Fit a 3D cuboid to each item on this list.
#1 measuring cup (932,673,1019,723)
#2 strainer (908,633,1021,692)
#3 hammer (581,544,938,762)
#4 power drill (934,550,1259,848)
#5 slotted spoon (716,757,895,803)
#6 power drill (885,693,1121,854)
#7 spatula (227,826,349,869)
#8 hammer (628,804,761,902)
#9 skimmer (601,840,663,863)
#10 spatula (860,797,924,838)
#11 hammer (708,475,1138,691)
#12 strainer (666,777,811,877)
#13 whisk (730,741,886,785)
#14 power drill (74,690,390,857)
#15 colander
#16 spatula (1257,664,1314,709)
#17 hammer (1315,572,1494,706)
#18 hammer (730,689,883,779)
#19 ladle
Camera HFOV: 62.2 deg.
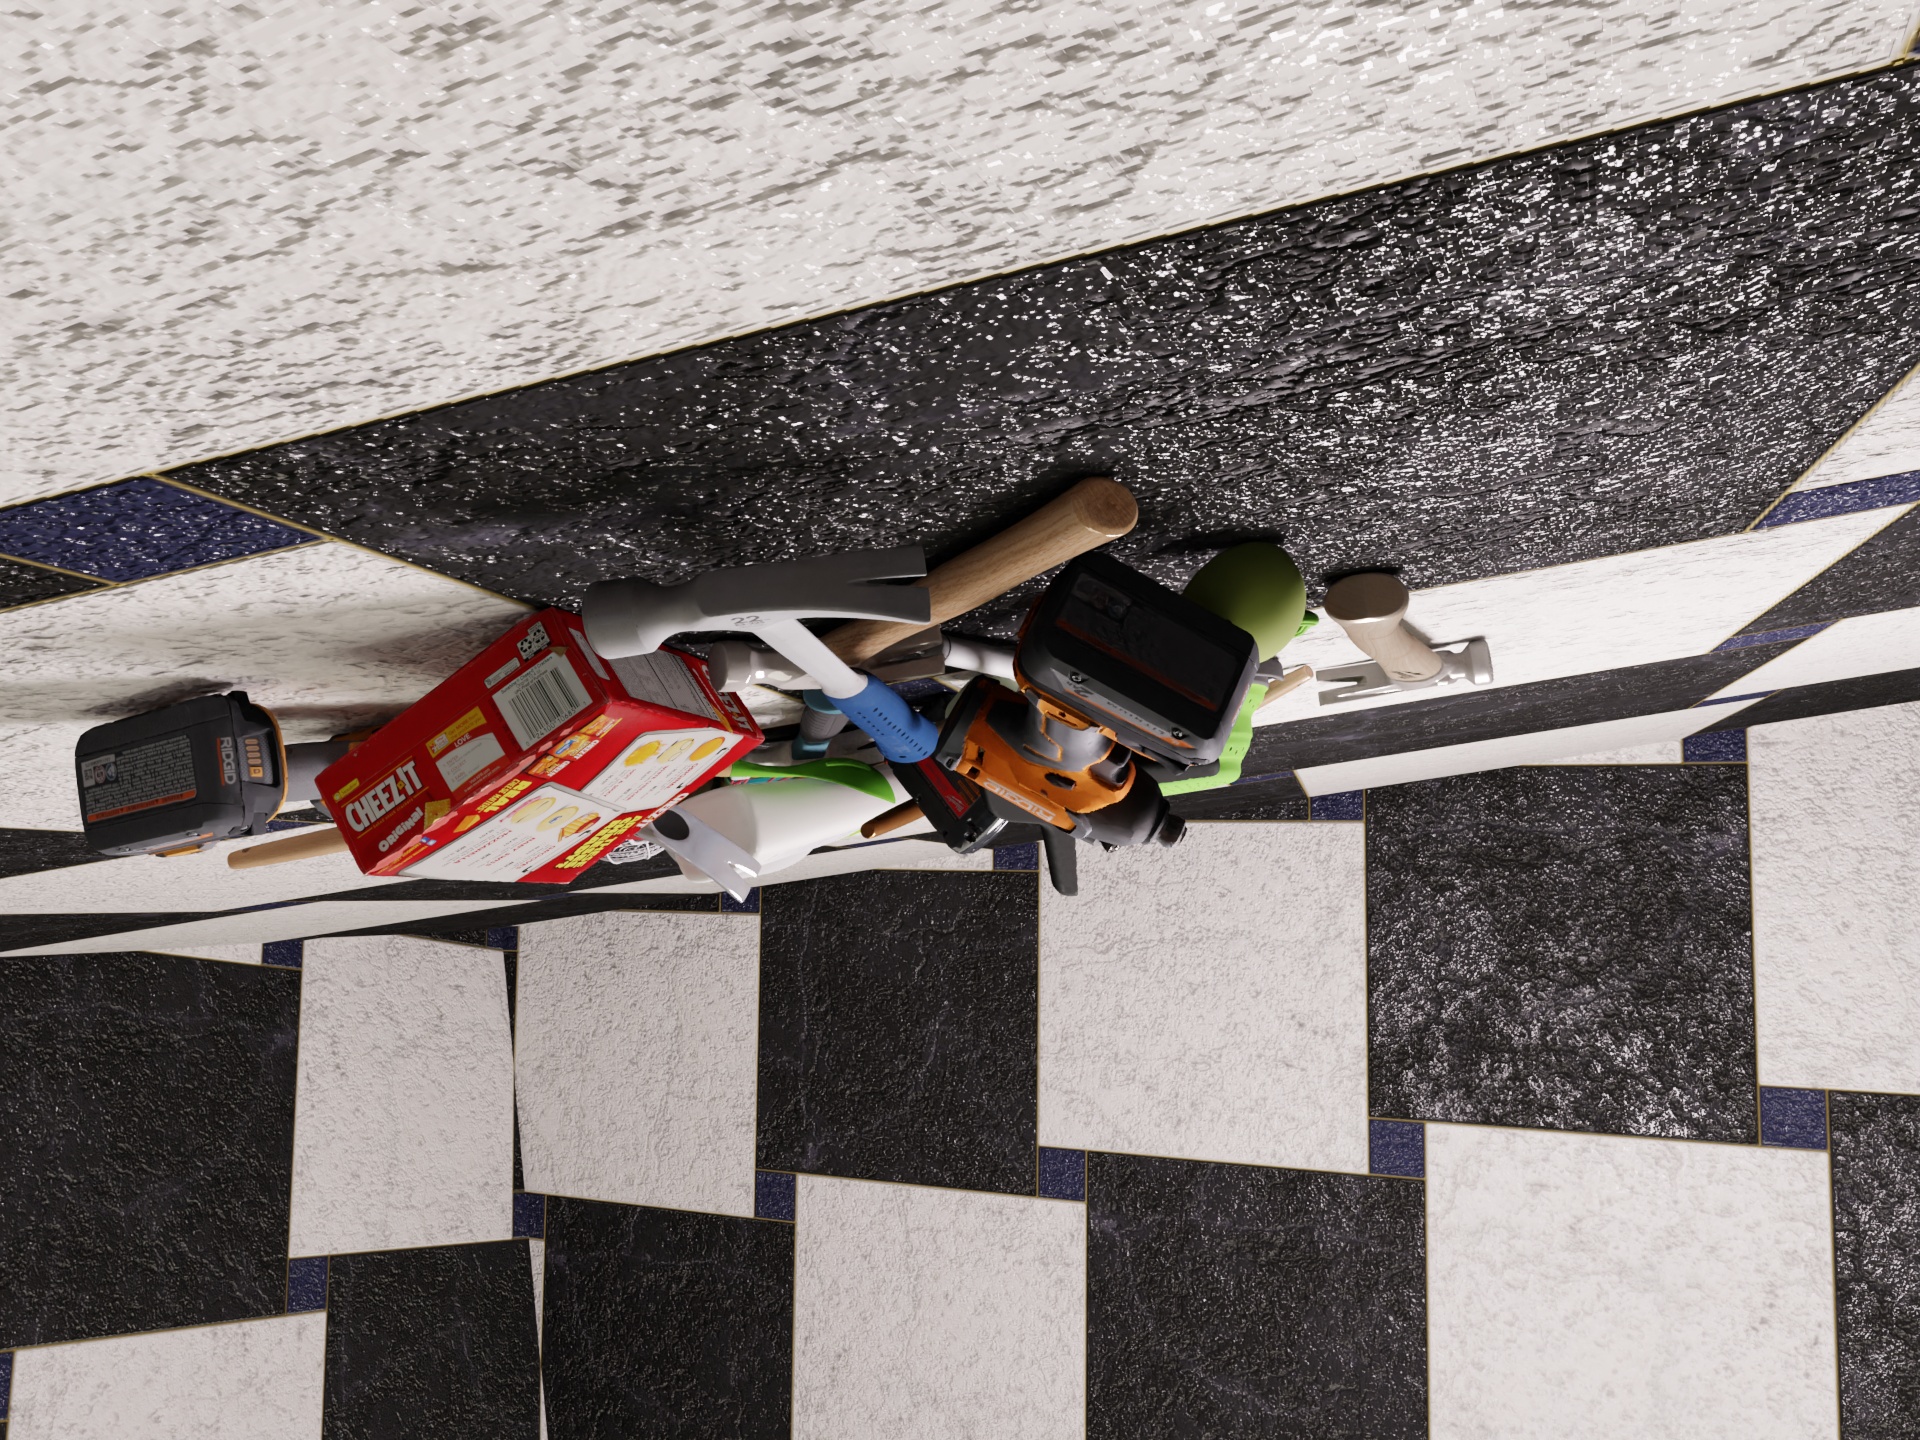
[{"bbox_3d":[-0.002,-0.004,1.135,0.167,0.083,0.038,5,134,-44],"label":"measuring cup"},{"bbox_3d":[0.044,-0.033,1.083,0.087,0.050,0.258,-31,158,29],"label":"strainer"},{"bbox_3d":[-0.059,-0.022,0.852,0.144,0.035,0.405,-7,170,7],"label":"hammer"},{"bbox_3d":[0.085,0.006,0.913,0.164,0.084,0.226,29,156,-2],"label":"power drill"},{"bbox_3d":[-0.197,0.032,1.187,0.313,0.031,0.070,7,-177,-20],"label":"slotted spoon"},{"bbox_3d":[0.051,0.051,1.312,0.078,0.143,0.219,-48,154,20],"label":"power drill"},{"bbox_3d":[-0.351,0.055,1.090,0.317,0.044,0.082,-12,-150,1],"label":"spatula"},{"bbox_3d":[-0.306,0.087,1.278,0.143,0.038,0.386,38,157,-29],"label":"hammer"},{"bbox_3d":[-0.302,0.050,1.364,0.127,0.090,0.363,-7,162,-7],"label":"skimmer"},{"bbox_3d":[-0.010,0.069,1.332,0.081,0.041,0.322,17,-166,20],"label":"spatula"},{"bbox_3d":[-0.014,-0.063,0.843,0.130,0.031,0.331,-2,169,-31],"label":"hammer"},{"bbox_3d":[-0.226,0.127,1.730,0.211,0.095,0.340,-8,170,-1],"label":"strainer"},{"bbox_3d":[-0.126,0.050,1.445,0.073,0.073,0.296,0,162,-44],"label":"whisk"},{"bbox_3d":[-0.378,0.026,0.961,0.185,0.084,0.226,-12,176,27],"label":"power drill"},{"bbox_3d":[0.186,-0.001,1.233,0.204,0.094,0.397,-6,172,-13],"label":"colander"},{"bbox_3d":[0.195,0.021,1.448,0.059,0.018,0.316,-9,163,-46],"label":"spatula"},{"bbox_3d":[0.308,-0.056,1.184,0.146,0.038,0.410,-9,171,21],"label":"hammer"},{"bbox_3d":[-0.110,0.006,1.224,0.128,0.033,0.331,-5,171,-11],"label":"hammer"},{"bbox_3d":[0.081,-0.036,0.984,0.078,0.062,0.320,12,161,-36],"label":"ladle"}]
